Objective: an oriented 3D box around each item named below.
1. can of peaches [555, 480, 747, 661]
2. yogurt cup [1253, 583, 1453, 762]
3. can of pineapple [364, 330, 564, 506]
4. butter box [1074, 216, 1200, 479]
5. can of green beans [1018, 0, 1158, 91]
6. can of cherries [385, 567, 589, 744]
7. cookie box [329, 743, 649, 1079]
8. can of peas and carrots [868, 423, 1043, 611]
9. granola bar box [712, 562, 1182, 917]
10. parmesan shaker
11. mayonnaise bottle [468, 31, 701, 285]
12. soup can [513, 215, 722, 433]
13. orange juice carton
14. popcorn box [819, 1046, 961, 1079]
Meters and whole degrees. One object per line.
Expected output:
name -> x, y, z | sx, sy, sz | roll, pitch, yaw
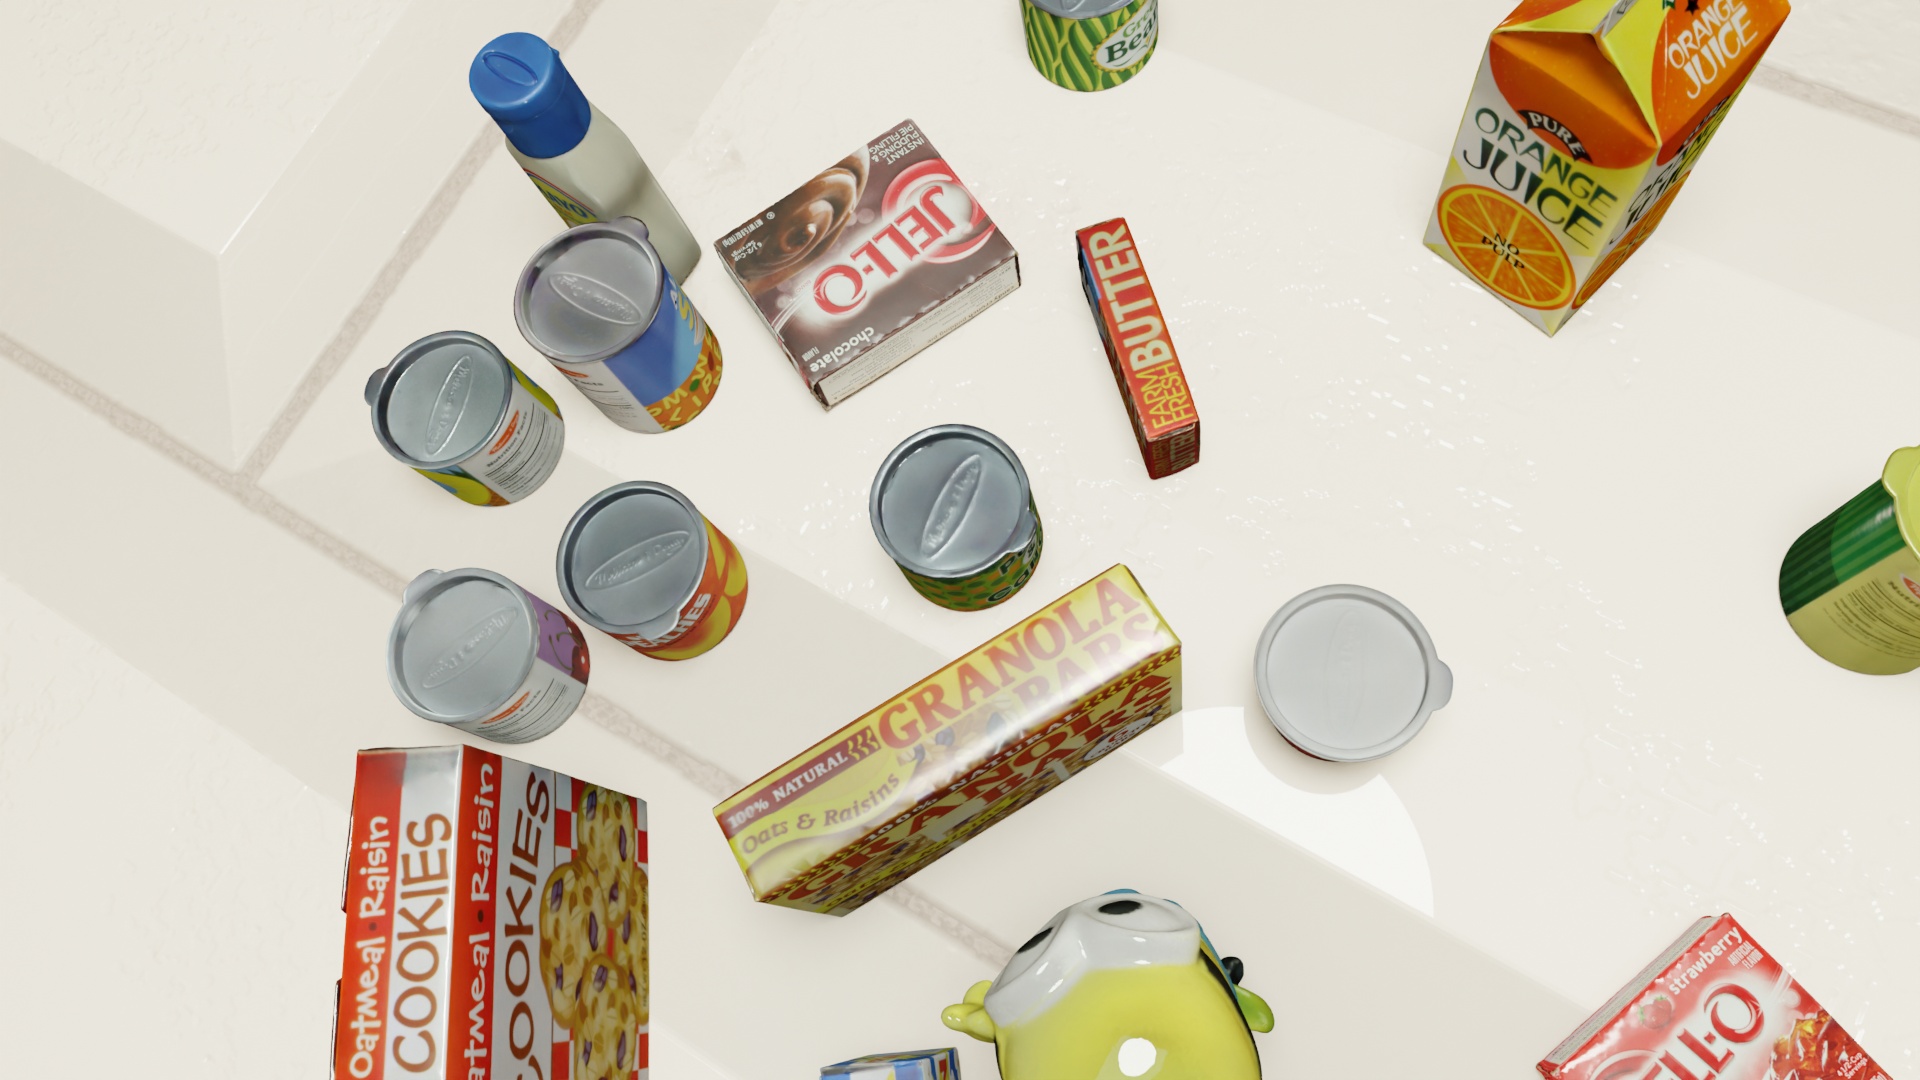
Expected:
can of peaches -> -0.130, 0.017, 0.597 | 0.071, 0.058, 0.071 | -3, 72, 8
yogurt cup -> 0.148, 0.056, 0.543 | 0.072, 0.054, 0.072 | -3, 72, 8
can of pineapple -> -0.225, -0.055, 0.636 | 0.071, 0.057, 0.071 | -3, 72, 8
butter box -> 0.077, -0.082, 0.599 | 0.024, 0.053, 0.104 | -18, 71, 3
can of green beans -> 0.060, -0.256, 0.655 | 0.071, 0.057, 0.071 | -3, 72, 8
can of cherries -> -0.202, 0.049, 0.598 | 0.071, 0.058, 0.071 | -3, 72, 8
cookie box -> -0.161, 0.147, 0.502 | 0.040, 0.167, 0.123 | -7, 72, 7
can of peas and carrots -> 0.002, -0.007, 0.584 | 0.071, 0.058, 0.071 | -3, 72, 8
granola bar box -> 0.003, 0.080, 0.521 | 0.165, 0.124, 0.039 | -31, 71, -2
parmesan shaker -> 0.347, 0.004, 0.501 | 0.071, 0.103, 0.071 | -3, 72, 8
mayonnaise bottle -> -0.166, -0.163, 0.613 | 0.065, 0.147, 0.041 | 31, 80, 17
soup can -> -0.149, -0.095, 0.622 | 0.071, 0.083, 0.071 | -3, 72, 8
orange juice carton -> 0.240, -0.162, 0.524 | 0.072, 0.192, 0.073 | -45, 72, -6
popcorn box -> -0.017, 0.248, 0.490 | 0.038, 0.085, 0.127 | -10, 71, 6
